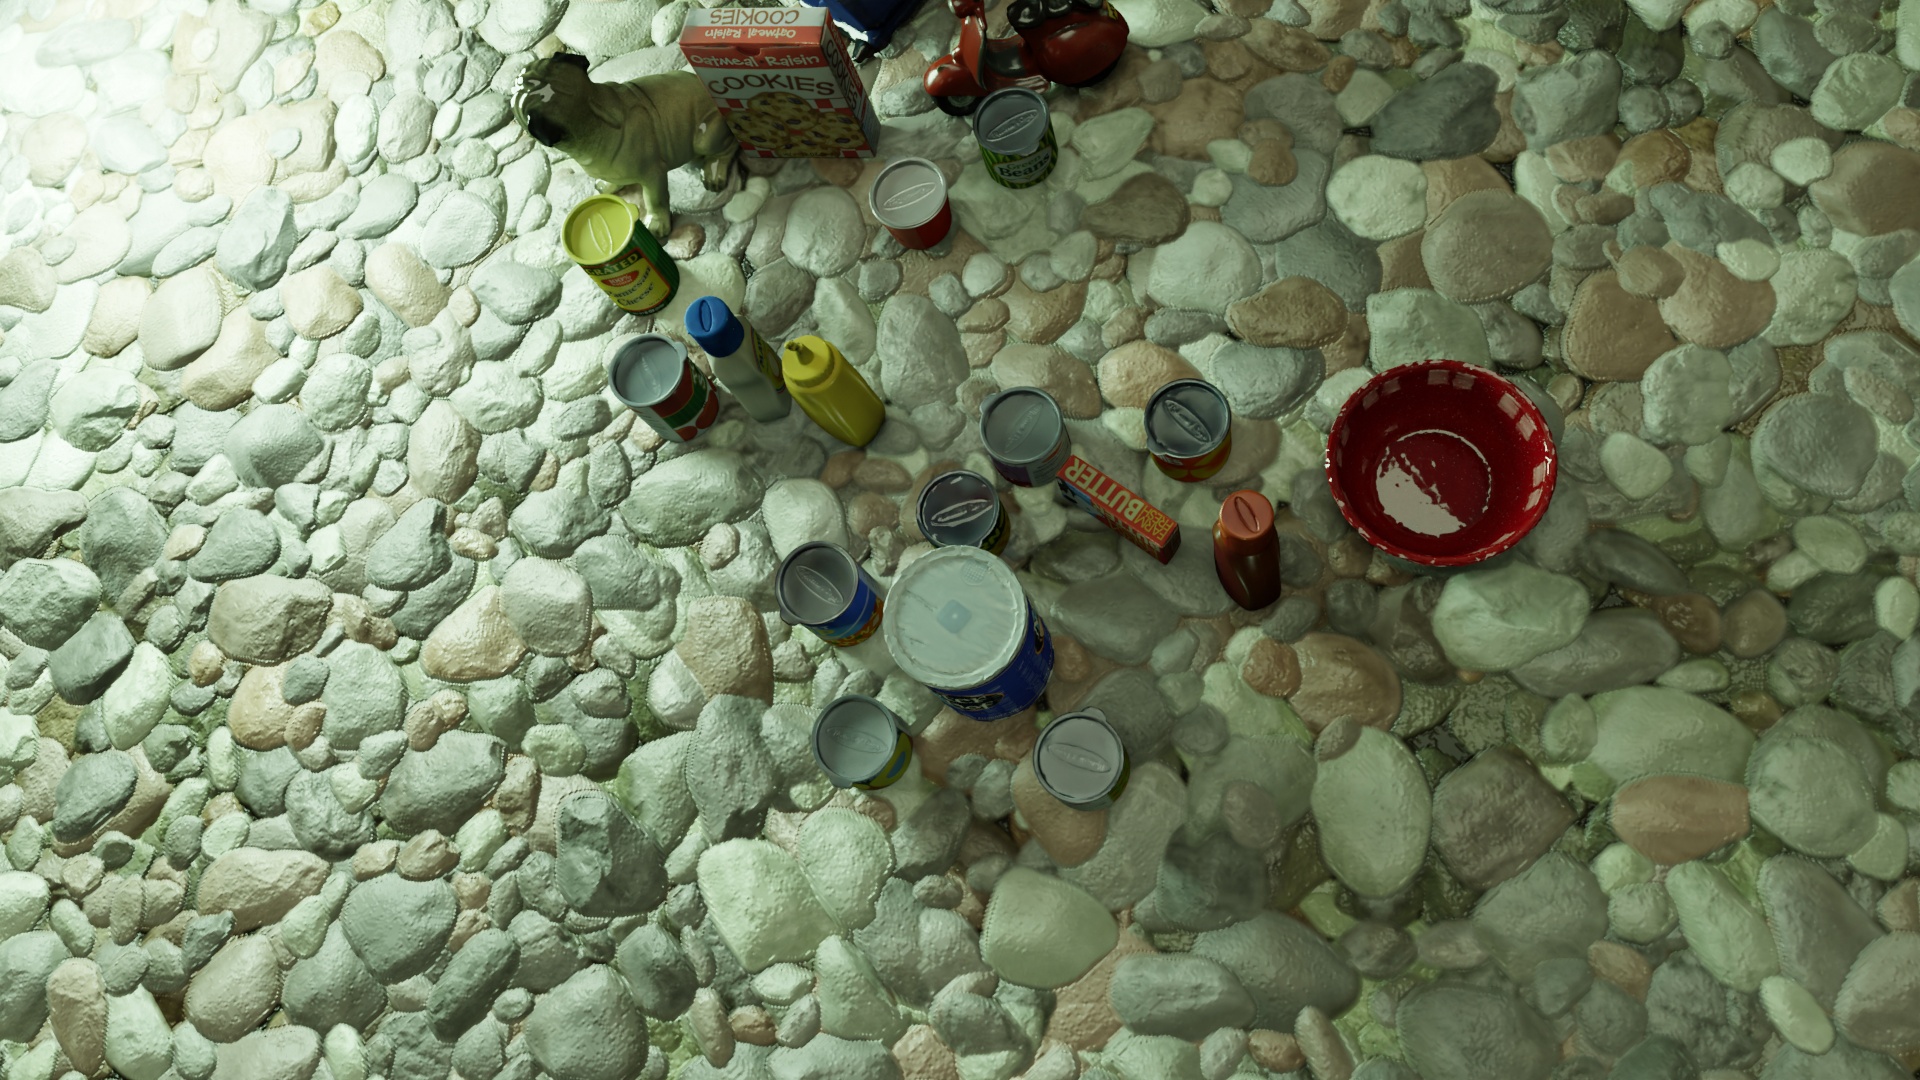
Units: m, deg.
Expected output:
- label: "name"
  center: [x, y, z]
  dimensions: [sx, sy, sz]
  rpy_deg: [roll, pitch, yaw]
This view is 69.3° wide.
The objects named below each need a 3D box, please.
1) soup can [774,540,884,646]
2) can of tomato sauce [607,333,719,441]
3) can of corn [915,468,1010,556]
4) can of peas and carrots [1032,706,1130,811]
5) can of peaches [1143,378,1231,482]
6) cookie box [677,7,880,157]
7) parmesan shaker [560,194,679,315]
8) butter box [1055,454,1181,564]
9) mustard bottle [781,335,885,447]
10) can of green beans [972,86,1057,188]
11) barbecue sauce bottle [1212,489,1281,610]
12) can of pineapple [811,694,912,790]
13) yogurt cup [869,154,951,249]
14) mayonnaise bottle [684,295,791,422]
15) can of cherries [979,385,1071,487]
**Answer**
- label: "soup can"
  center: [-0.102, 0.045, 1.085]
  dimensions: [0.071, 0.083, 0.071]
  rpy_deg: [-3, 72, 11]
- label: "can of tomato sauce"
  center: [-0.247, -0.129, 1.171]
  dimensions: [0.071, 0.083, 0.071]
  rpy_deg: [-3, 72, 11]
- label: "can of corn"
  center: [0.004, -0.014, 1.095]
  dimensions: [0.071, 0.058, 0.071]
  rpy_deg: [-3, 72, 11]
- label: "can of peas and carrots"
  center: [0.091, 0.161, 1.021]
  dimensions: [0.071, 0.058, 0.071]
  rpy_deg: [-3, 72, 11]
- label: "can of peaches"
  center: [0.176, -0.084, 1.082]
  dimensions: [0.071, 0.058, 0.071]
  rpy_deg: [-3, 72, 11]
- label: "cookie box"
  center: [-0.150, -0.388, 1.189]
  dimensions: [0.123, 0.167, 0.040]
  rpy_deg: [4, 74, 13]
- label: "parmesan shaker"
  center: [-0.291, -0.247, 1.207]
  dimensions: [0.071, 0.103, 0.071]
  rpy_deg: [-3, 72, 11]
- label: "butter box"
  center: [0.123, -0.024, 1.076]
  dimensions: [0.103, 0.053, 0.024]
  rpy_deg: [35, 83, 20]
- label: "mustard bottle"
  center: [-0.106, -0.124, 1.099]
  dimensions: [0.065, 0.160, 0.049]
  rpy_deg: [30, 81, 19]
- label: "can of green beans"
  center: [0.048, -0.345, 1.192]
  dimensions: [0.071, 0.057, 0.071]
  rpy_deg: [-3, 72, 11]
- label: "barbecue sauce bottle"
  center: [0.206, 0.004, 0.999]
  dimensions: [0.043, 0.148, 0.065]
  rpy_deg: [-26, 70, 3]
- label: "can of pineapple"
  center: [-0.075, 0.156, 1.058]
  dimensions: [0.071, 0.057, 0.071]
  rpy_deg: [-3, 72, 11]
- label: "yogurt cup"
  center: [-0.039, -0.286, 1.194]
  dimensions: [0.072, 0.054, 0.072]
  rpy_deg: [-3, 72, 11]
- label: "mayonnaise bottle"
  center: [-0.179, -0.150, 1.129]
  dimensions: [0.041, 0.147, 0.065]
  rpy_deg: [-14, 71, 8]
- label: "can of cherries"
  center: [0.051, -0.084, 1.108]
  dimensions: [0.071, 0.058, 0.071]
  rpy_deg: [-3, 72, 11]
